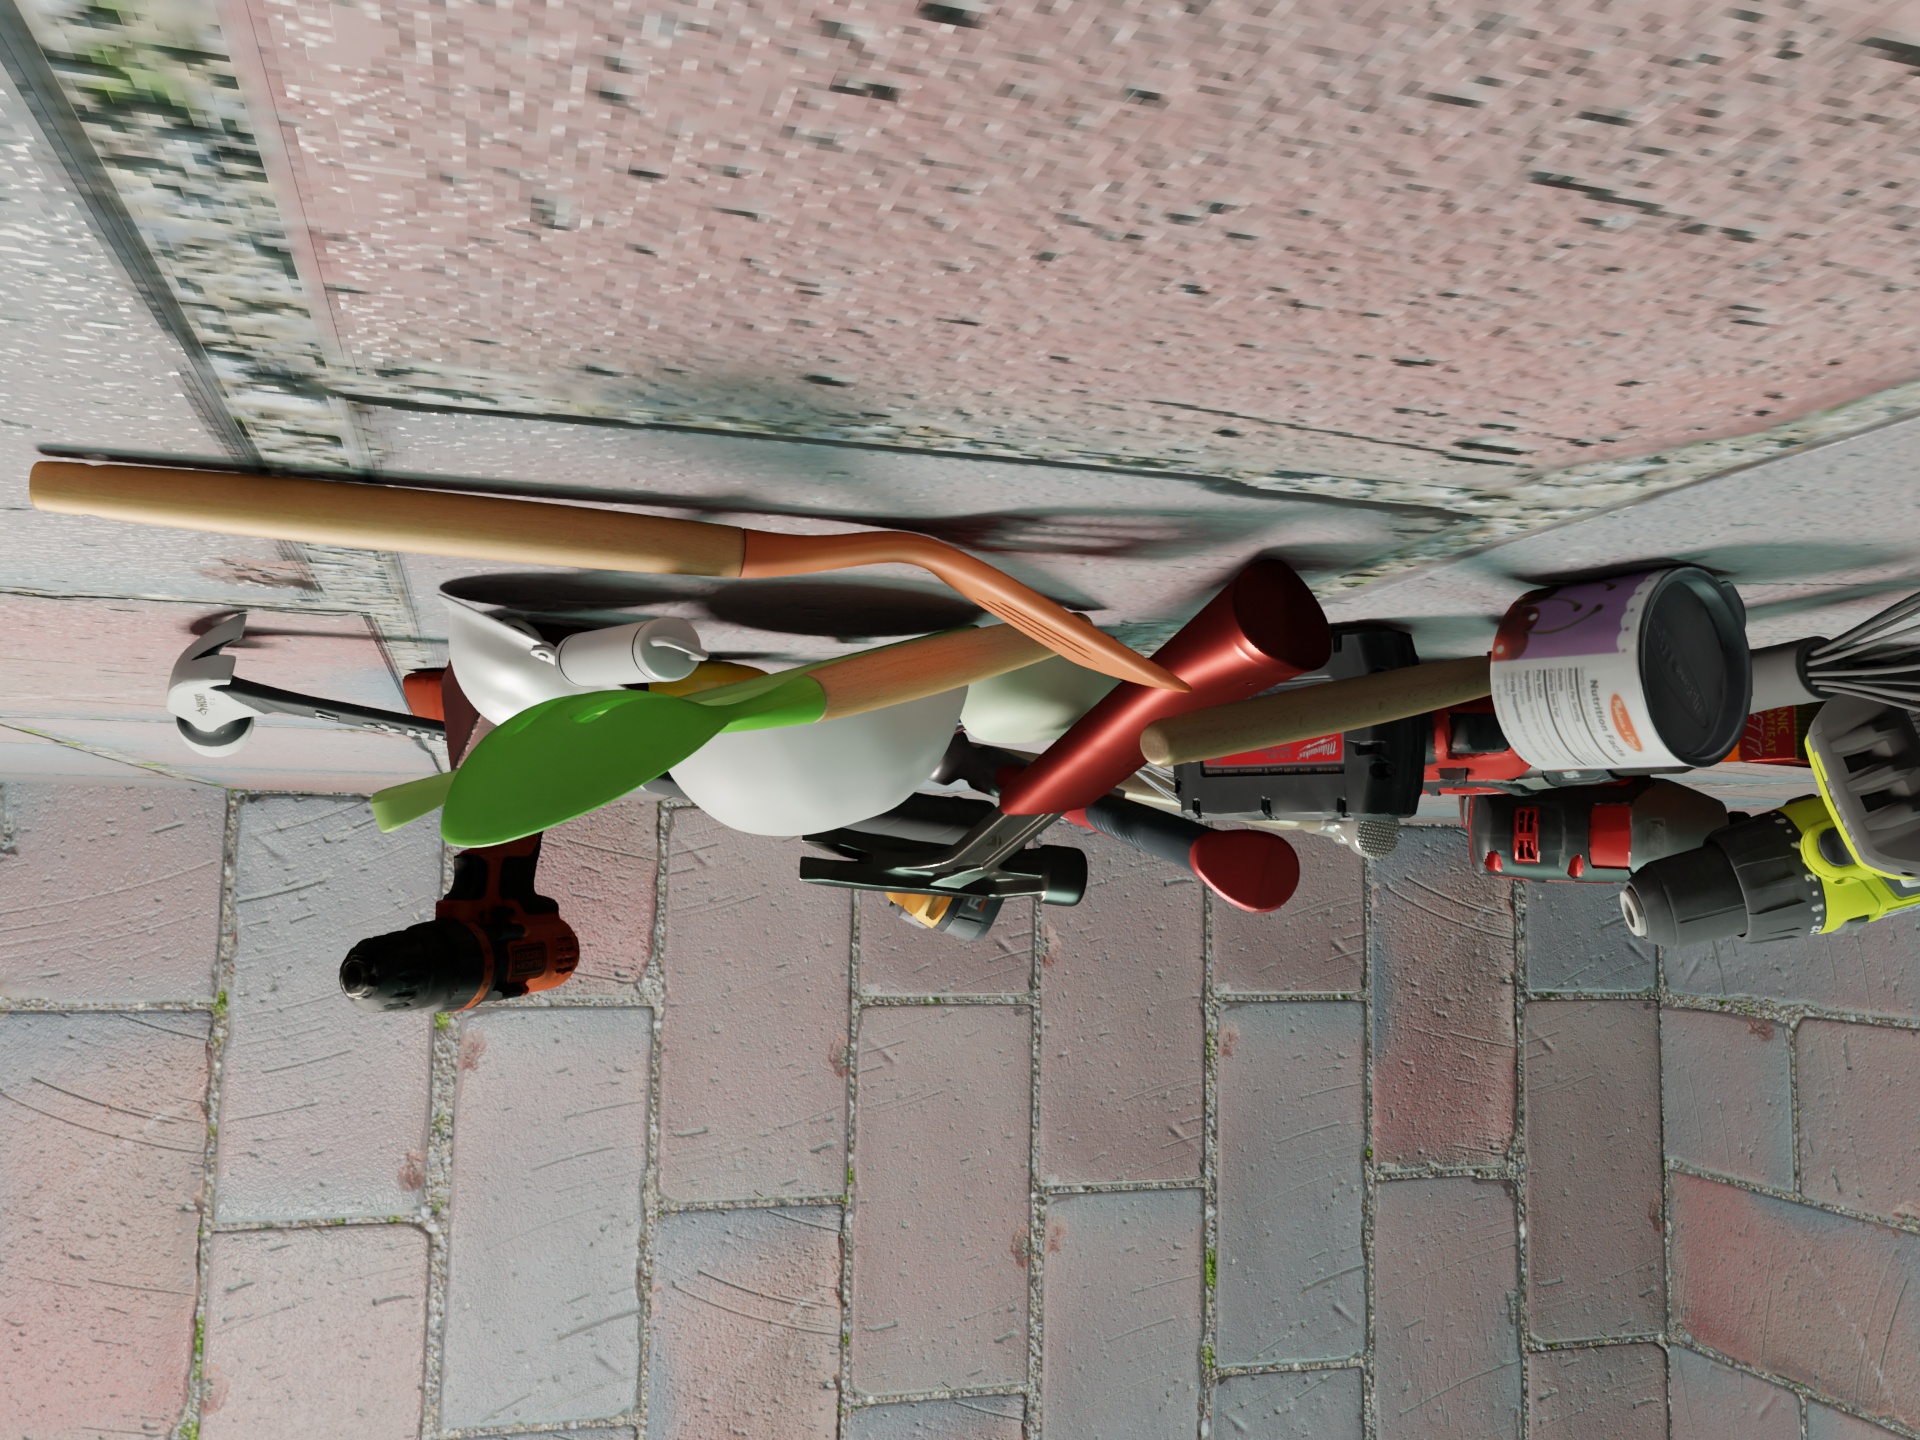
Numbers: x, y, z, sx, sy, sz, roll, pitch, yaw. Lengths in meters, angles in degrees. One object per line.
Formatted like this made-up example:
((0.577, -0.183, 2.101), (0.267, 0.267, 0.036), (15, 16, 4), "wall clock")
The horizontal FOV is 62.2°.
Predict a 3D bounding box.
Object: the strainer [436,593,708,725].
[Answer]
((-0.137, -0.020, 0.560), (0.086, 0.050, 0.258), (29, 167, -25), "strainer")

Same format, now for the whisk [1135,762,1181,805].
((0.089, 0.010, 0.926), (0.070, 0.070, 0.284), (-4, 168, 41), "whisk")

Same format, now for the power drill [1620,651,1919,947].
((0.386, 0.040, 0.656), (0.190, 0.080, 0.228), (-16, 160, 7), "power drill")

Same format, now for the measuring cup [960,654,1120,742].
((-0.001, -0.002, 0.740), (0.167, 0.038, 0.083), (-16, 166, 33), "measuring cup")

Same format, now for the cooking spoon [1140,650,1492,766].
((0.174, -0.013, 0.572), (0.318, 0.017, 0.069), (-9, -178, -41), "cooking spoon")

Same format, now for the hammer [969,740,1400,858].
((0.105, 0.044, 1.159), (0.410, 0.038, 0.146), (10, -178, -15), "hammer")

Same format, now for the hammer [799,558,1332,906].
((0.040, 0.021, 0.671), (0.149, 0.037, 0.359), (8, 159, -15), "hammer")

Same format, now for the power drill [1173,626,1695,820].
((0.227, 0.005, 0.737), (0.226, 0.080, 0.188), (2, 176, -44), "power drill")

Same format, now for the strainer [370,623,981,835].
((-0.096, 0.022, 0.621), (0.256, 0.069, 0.151), (-18, -174, -37), "strainer")

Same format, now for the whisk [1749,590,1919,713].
((0.302, -0.015, 0.558), (0.055, 0.055, 0.239), (3, 173, -17), "whisk")

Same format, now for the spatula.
((-0.089, -0.042, 0.462), (0.322, 0.041, 0.081), (4, -174, -17), "spatula")

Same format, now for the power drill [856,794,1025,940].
((-0.089, 0.056, 1.028), (0.226, 0.084, 0.185), (27, 174, -14), "power drill")

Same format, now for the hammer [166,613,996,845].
((-0.174, 0.019, 0.792), (0.408, 0.036, 0.149), (11, 162, -19), "hammer")

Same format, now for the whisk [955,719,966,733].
((-0.005, 0.000, 0.897), (0.051, 0.047, 0.244), (-4, 176, 32), "whisk")

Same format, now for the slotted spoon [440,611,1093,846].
((-0.035, -0.011, 0.508), (0.070, 0.031, 0.313), (-7, -174, 33), "slotted spoon")

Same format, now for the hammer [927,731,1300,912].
((0.097, 0.058, 0.900), (0.143, 0.038, 0.386), (19, 179, -18), "hammer")

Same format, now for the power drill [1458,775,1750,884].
((0.368, 0.050, 0.937), (0.143, 0.078, 0.219), (0, -174, 13), "power drill")
